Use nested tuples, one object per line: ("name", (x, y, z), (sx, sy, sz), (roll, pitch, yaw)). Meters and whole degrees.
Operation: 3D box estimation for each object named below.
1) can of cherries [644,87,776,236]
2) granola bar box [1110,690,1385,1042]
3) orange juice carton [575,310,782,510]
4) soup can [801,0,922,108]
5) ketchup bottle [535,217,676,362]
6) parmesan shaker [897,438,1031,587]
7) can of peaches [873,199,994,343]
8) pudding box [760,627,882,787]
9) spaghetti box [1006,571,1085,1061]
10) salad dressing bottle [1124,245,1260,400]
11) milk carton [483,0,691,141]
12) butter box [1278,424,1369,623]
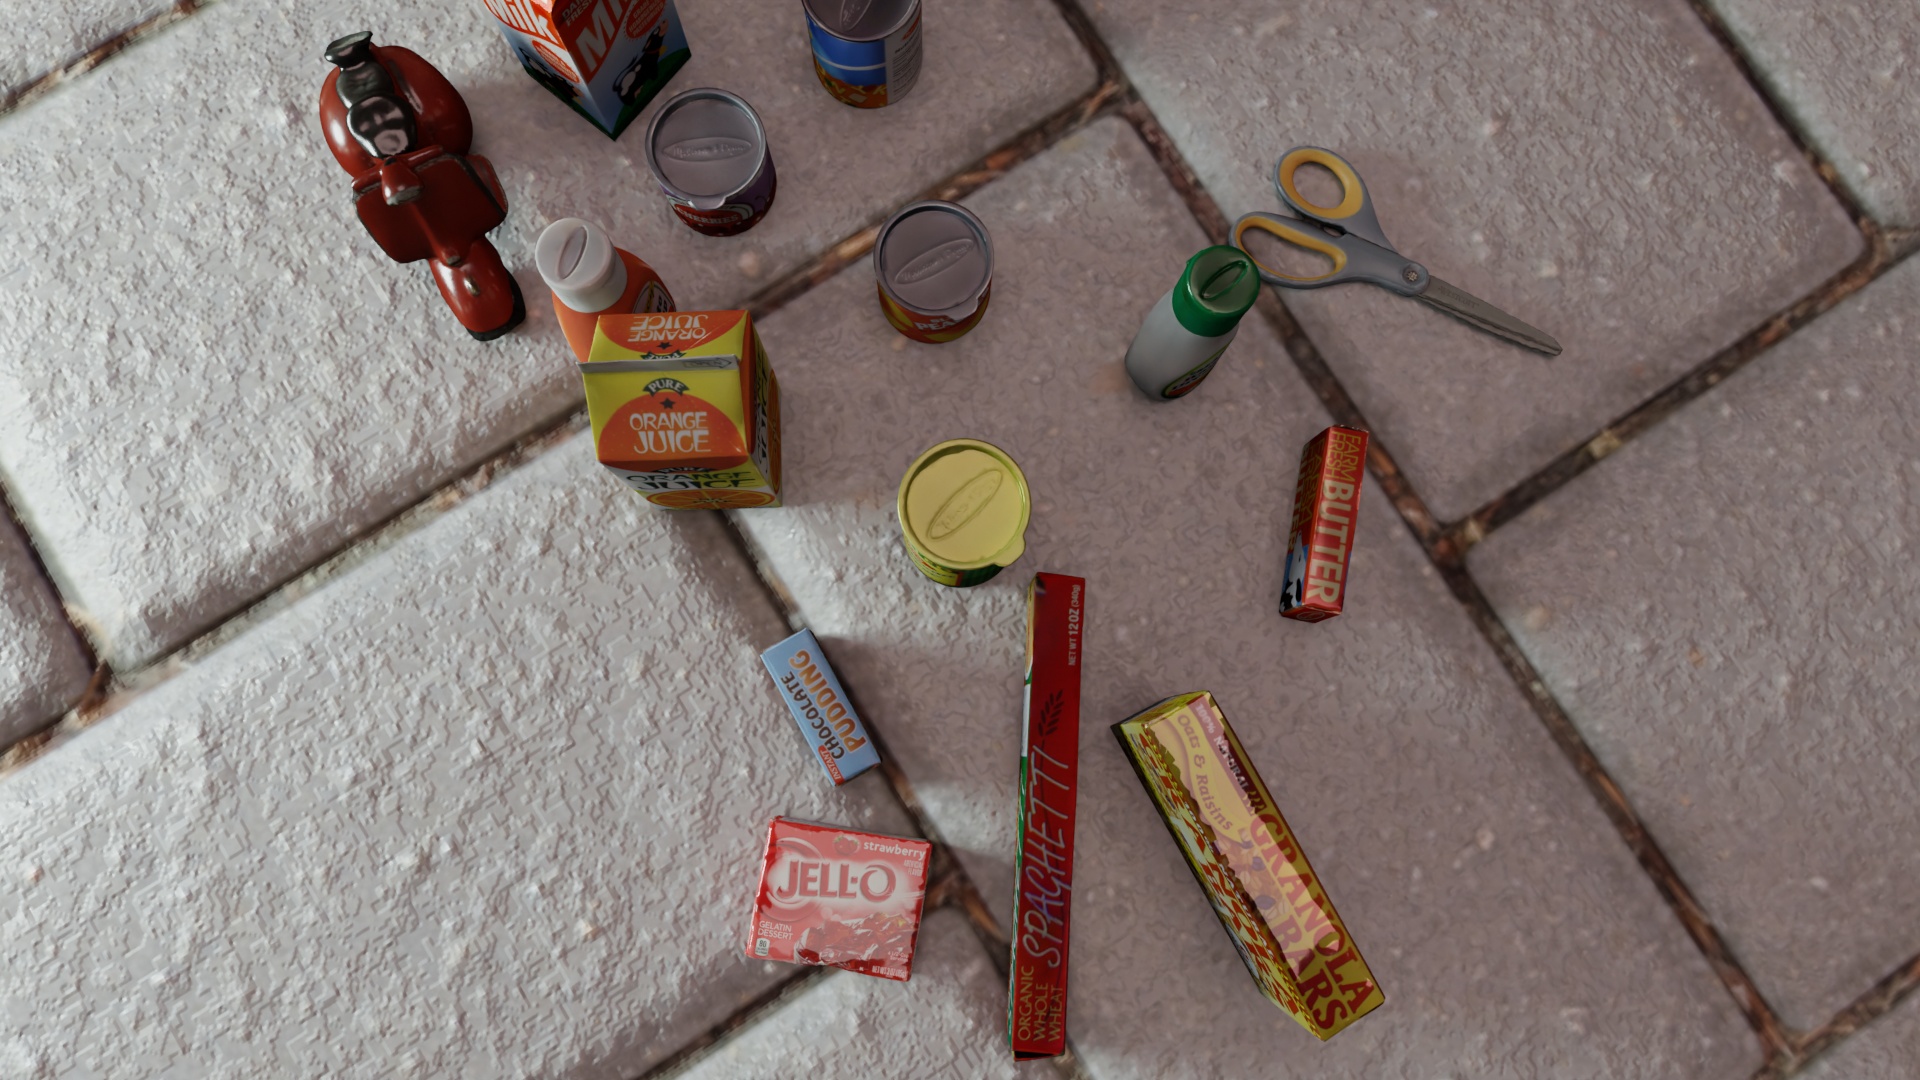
("can of cherries", (-0.140, -0.210, 0.787), (0.071, 0.058, 0.071), (0, 82, -1))
("granola bar box", (0.141, 0.157, 0.705), (0.039, 0.124, 0.165), (-29, 83, -5))
("orange juice carton", (-0.135, -0.065, 0.697), (0.072, 0.192, 0.073), (-2, 82, -2))
("soup can", (-0.057, -0.295, 0.789), (0.071, 0.083, 0.071), (0, 82, -1))
("ketchup bottle", (-0.185, -0.125, 0.727), (0.043, 0.148, 0.065), (19, 82, 1))
("parmesan shaker", (0.003, -0.009, 0.737), (0.071, 0.103, 0.071), (0, 82, -1))
("can of peaches", (-0.014, -0.147, 0.781), (0.071, 0.058, 0.071), (0, 82, -1))
("pudding box", (-0.074, 0.090, 0.747), (0.030, 0.049, 0.084), (-29, 83, -5))
("spaghetti box", (0.045, 0.144, 0.742), (0.029, 0.050, 0.250), (3, 81, -1))
("salad dressing bottle", (0.123, -0.114, 0.734), (0.064, 0.147, 0.044), (-38, 84, -6))
("milk carton", (-0.205, -0.295, 0.731), (0.072, 0.190, 0.073), (38, 83, 4))
("butter box", (0.200, -0.009, 0.768), (0.024, 0.053, 0.103), (11, 81, 0))
